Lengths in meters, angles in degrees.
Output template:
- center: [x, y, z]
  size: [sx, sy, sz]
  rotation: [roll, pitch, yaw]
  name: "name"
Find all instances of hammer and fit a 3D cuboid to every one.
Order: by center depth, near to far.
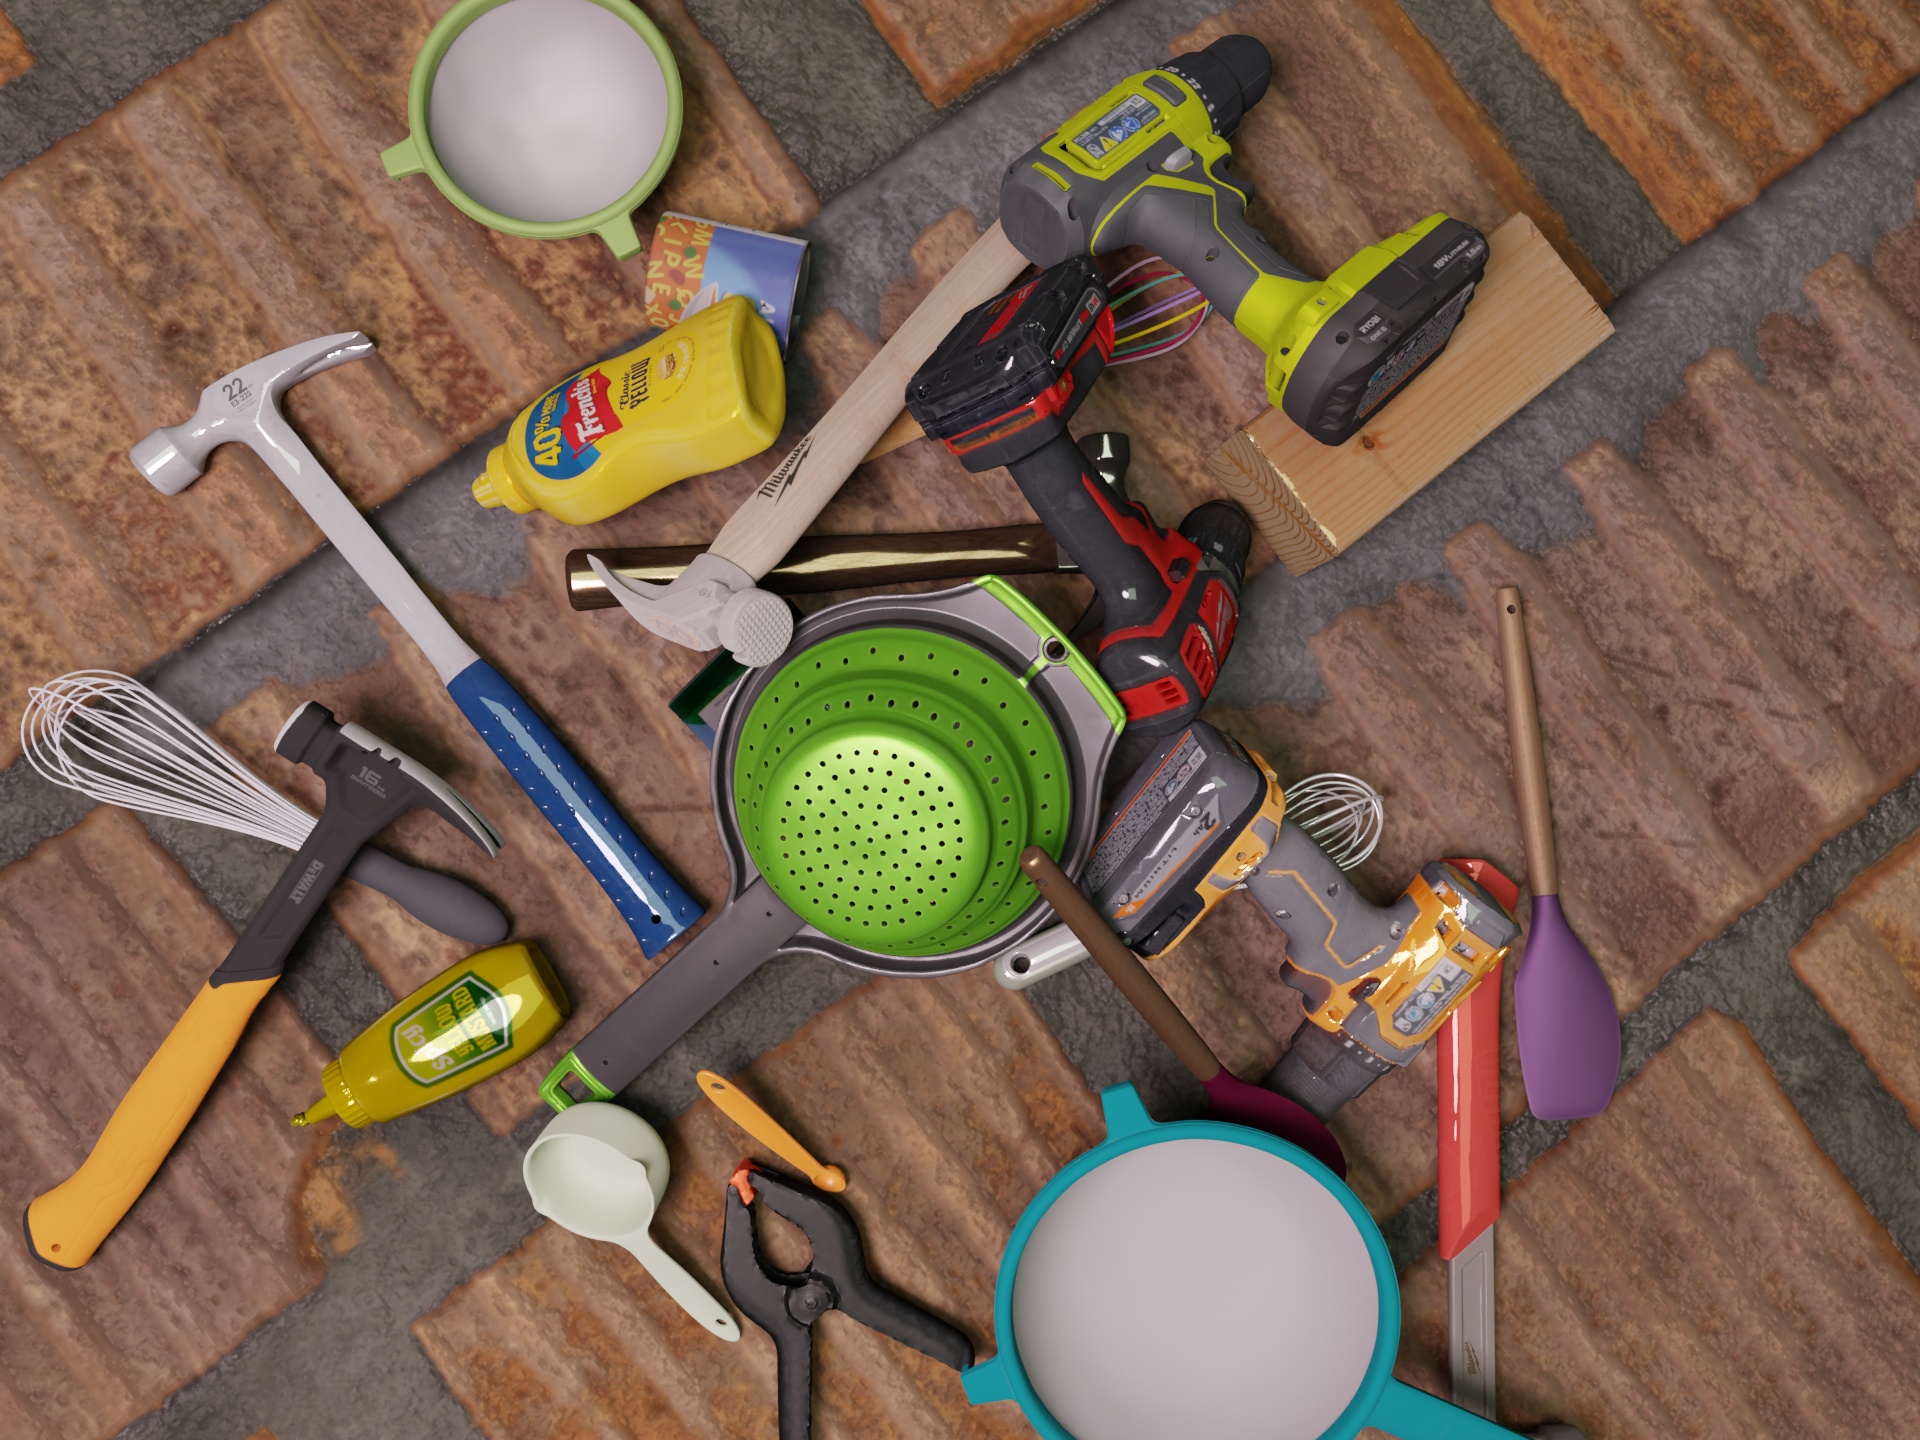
- center: [-0.387, 0.159, 0.852]
  size: [0.127, 0.034, 0.337]
  rotation: [35, 94, -11]
  name: "hammer"
- center: [-0.037, -0.202, 0.891]
  size: [0.411, 0.146, 0.038]
  rotation: [-52, 135, -19]
  name: "hammer"
- center: [-0.282, -0.039, 0.897]
  size: [0.144, 0.035, 0.405]
  rotation: [-39, 90, -5]
  name: "hammer"
- center: [0.284, 0.260, 0.918]
  size: [0.149, 0.036, 0.359]
  rotation: [1, 87, -4]
  name: "hammer"
- center: [-0.059, -0.090, 0.920]
  size: [0.331, 0.031, 0.130]
  rotation: [-5, 86, -4]
  name: "hammer"

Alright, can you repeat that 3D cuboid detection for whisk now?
- center: [-0.379, 0.054, 0.878]
  size: [0.284, 0.070, 0.070]
  rotation: [29, 85, -7]
  name: "whisk"
- center: [0.131, 0.096, 0.913]
  size: [0.246, 0.059, 0.058]
  rotation: [-25, 73, -1]
  name: "whisk"
- center: [0.044, -0.210, 0.935]
  size: [0.245, 0.051, 0.047]
  rotation: [-25, 67, -1]
  name: "whisk"

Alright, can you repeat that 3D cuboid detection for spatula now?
- center: [0.346, 0.077, 0.943]
  size: [0.060, 0.018, 0.316]
  rotation: [-7, 87, 4]
  name: "spatula"

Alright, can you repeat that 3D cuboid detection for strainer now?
- center: [0.182, 0.333, 0.872]
  size: [0.340, 0.095, 0.211]
  rotation: [25, 97, -2]
  name: "strainer"
- center: [-0.212, -0.387, 0.910]
  size: [0.151, 0.069, 0.256]
  rotation: [19, 84, 0]
  name: "strainer"

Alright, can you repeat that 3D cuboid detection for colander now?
- center: [-0.093, 0.098, 0.810]
  size: [0.397, 0.094, 0.204]
  rotation: [-43, 94, 16]
  name: "colander"

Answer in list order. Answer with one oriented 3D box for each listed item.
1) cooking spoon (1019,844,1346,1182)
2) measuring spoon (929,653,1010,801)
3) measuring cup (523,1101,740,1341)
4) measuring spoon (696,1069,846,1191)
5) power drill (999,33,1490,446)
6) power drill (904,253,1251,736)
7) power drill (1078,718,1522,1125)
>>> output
- center: [0.118, 0.170, 0.837]
  size: [0.069, 0.017, 0.318]
  rotation: [-19, 126, 30]
  name: "cooking spoon"
- center: [-0.001, -0.003, 0.914]
  size: [0.034, 0.018, 0.124]
  rotation: [-27, 101, 6]
  name: "measuring spoon"
- center: [-0.171, 0.278, 0.884]
  size: [0.083, 0.038, 0.167]
  rotation: [-27, 110, 26]
  name: "measuring cup"
- center: [-0.104, 0.226, 0.882]
  size: [0.021, 0.011, 0.116]
  rotation: [-27, 119, 32]
  name: "measuring spoon"
- center: [0.161, -0.270, 0.853]
  size: [0.229, 0.080, 0.190]
  rotation: [42, 67, 17]
  name: "power drill"
- center: [0.083, -0.125, 0.844]
  size: [0.080, 0.188, 0.226]
  rotation: [-18, 117, 35]
  name: "power drill"
- center: [0.168, 0.124, 0.867]
  size: [0.226, 0.084, 0.185]
  rotation: [32, 105, -19]
  name: "power drill"
